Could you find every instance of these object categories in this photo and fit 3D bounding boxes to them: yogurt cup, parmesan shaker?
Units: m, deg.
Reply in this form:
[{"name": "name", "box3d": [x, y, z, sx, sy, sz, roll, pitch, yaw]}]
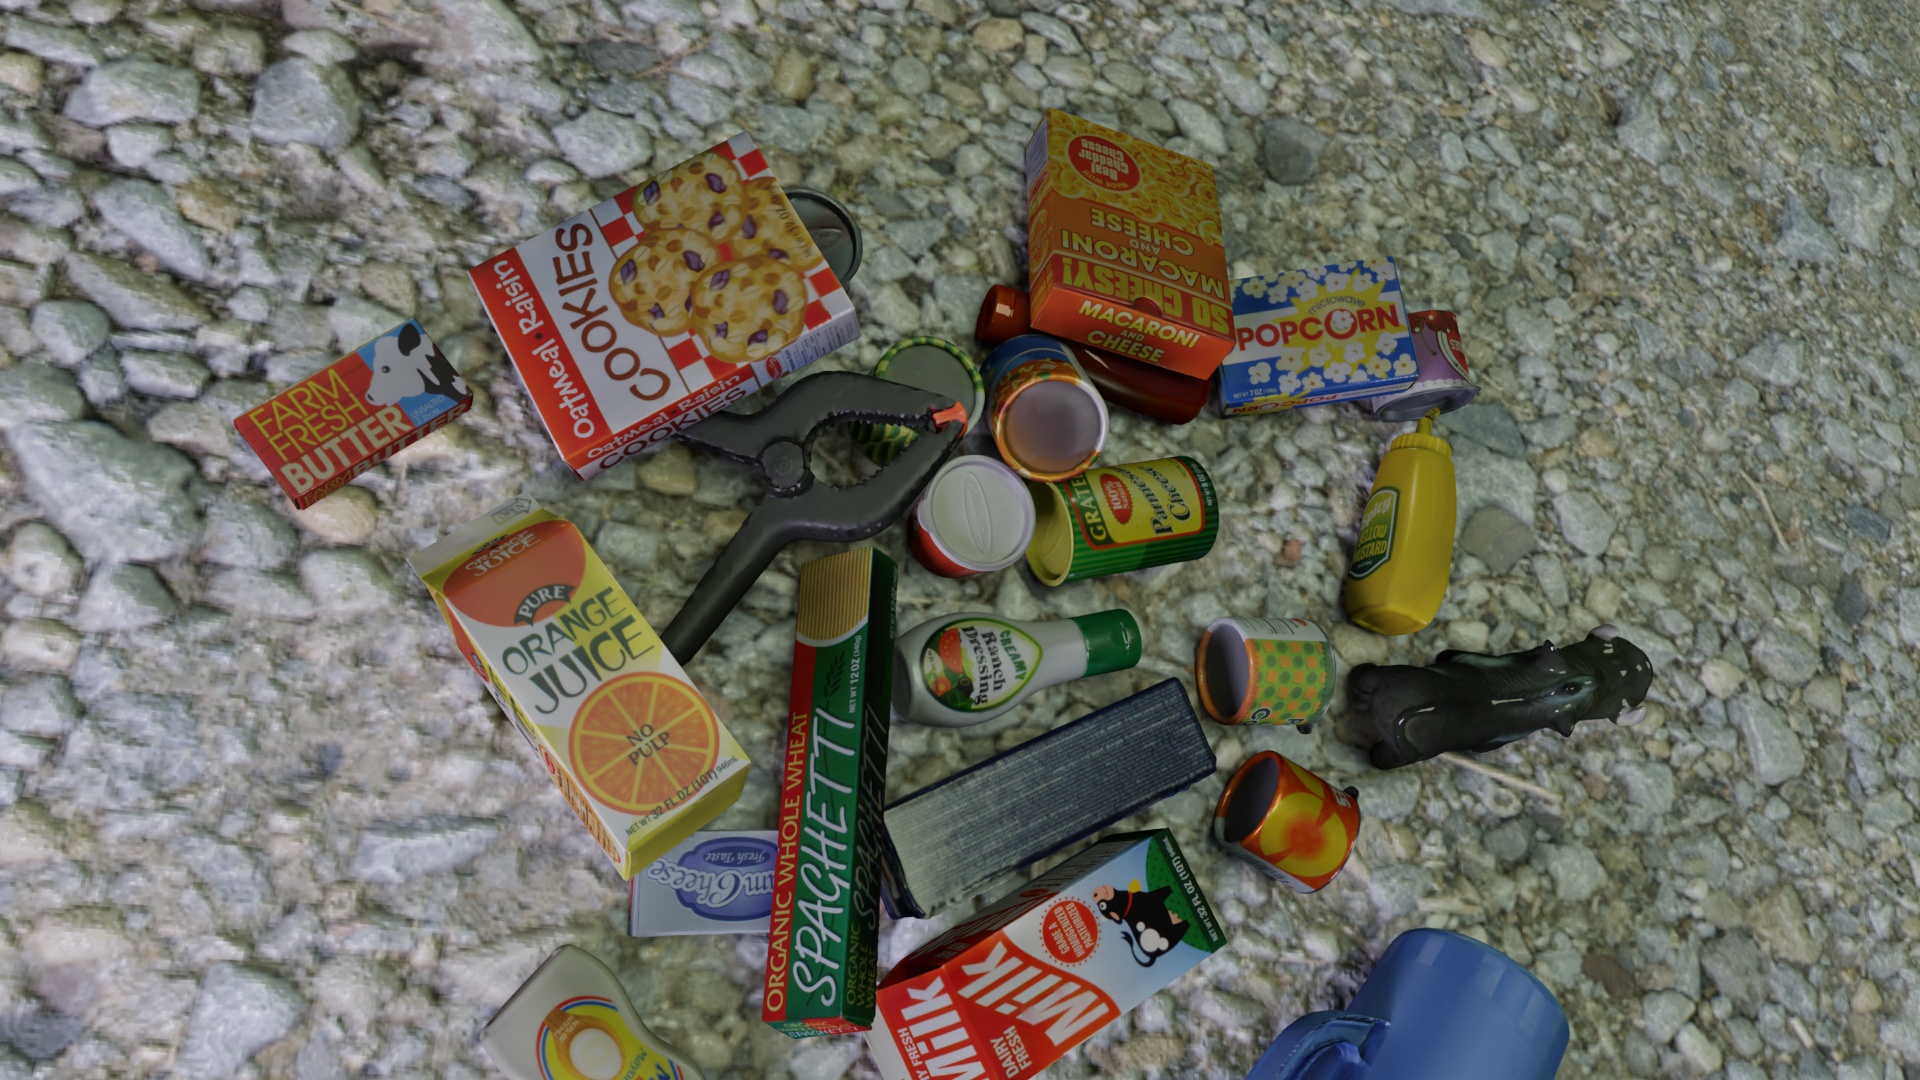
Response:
[{"name": "yogurt cup", "box3d": [0.003, -0.010, 0.802, 0.072, 0.053, 0.072, 6, 73, -20]}, {"name": "parmesan shaker", "box3d": [0.094, -0.016, 0.834, 0.103, 0.071, 0.071, -9, 79, -24]}]

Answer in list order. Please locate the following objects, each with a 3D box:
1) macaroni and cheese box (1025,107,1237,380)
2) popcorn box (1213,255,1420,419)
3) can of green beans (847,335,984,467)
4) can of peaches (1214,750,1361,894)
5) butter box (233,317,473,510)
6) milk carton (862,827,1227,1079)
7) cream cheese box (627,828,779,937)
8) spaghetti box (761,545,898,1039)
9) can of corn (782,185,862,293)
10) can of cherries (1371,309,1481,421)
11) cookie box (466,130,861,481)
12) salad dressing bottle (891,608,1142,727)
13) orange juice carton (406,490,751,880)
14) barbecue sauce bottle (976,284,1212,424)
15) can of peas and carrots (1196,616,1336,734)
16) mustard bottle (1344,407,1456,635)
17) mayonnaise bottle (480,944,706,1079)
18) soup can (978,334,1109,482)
[{"name": "macaroni and cheese box", "box3d": [0.104, -0.189, 0.874, 0.124, 0.040, 0.167, 14, 51, -17]}, {"name": "popcorn box", "box3d": [0.227, -0.132, 0.909, 0.127, 0.038, 0.085, -8, 78, 2]}, {"name": "can of green beans", "box3d": [-0.026, -0.079, 0.809, 0.071, 0.057, 0.071, 6, 73, -20]}, {"name": "can of peaches", "box3d": [0.193, 0.163, 0.821, 0.058, 0.071, 0.071, 31, 67, -10]}, {"name": "butter box", "box3d": [-0.309, -0.065, 0.712, 0.104, 0.024, 0.053, -39, 91, -26]}, {"name": "milk carton", "box3d": [0.038, 0.229, 0.737, 0.191, 0.073, 0.072, -24, 85, -25]}, {"name": "cream cheese box", "box3d": [-0.117, 0.176, 0.718, 0.104, 0.024, 0.053, 4, 74, -20]}, {"name": "spaghetti box", "box3d": [-0.064, 0.122, 0.714, 0.028, 0.050, 0.251, 39, 45, -49]}, {"name": "can of corn", "box3d": [-0.095, -0.160, 0.804, 0.071, 0.058, 0.071, 6, 73, -20]}, {"name": "can of cherries", "box3d": [0.313, -0.119, 0.948, 0.071, 0.071, 0.058, -2, 75, -22]}, {"name": "cookie box", "box3d": [-0.156, -0.124, 0.734, 0.168, 0.040, 0.123, -29, 75, -6]}, {"name": "salad dressing bottle", "box3d": [0.032, 0.068, 0.798, 0.148, 0.044, 0.064, -9, 79, -24]}, {"name": "orange juice carton", "box3d": [-0.190, 0.064, 0.685, 0.072, 0.072, 0.193, -34, 78, -25]}, {"name": "barbecue sauce bottle", "box3d": [0.085, -0.122, 0.873, 0.148, 0.043, 0.065, 16, 64, -16]}, {"name": "can of peas and carrots", "box3d": [0.184, 0.082, 0.842, 0.059, 0.070, 0.071, 3, 74, -20]}, {"name": "mustard bottle", "box3d": [0.294, -0.019, 0.913, 0.049, 0.065, 0.161, 22, 69, -13]}, {"name": "mayonnaise bottle", "box3d": [-0.156, 0.265, 0.668, 0.148, 0.041, 0.065, 44, 63, -4]}, {"name": "soup can", "box3d": [0.044, -0.077, 0.811, 0.071, 0.084, 0.071, -2, 113, -6]}]
